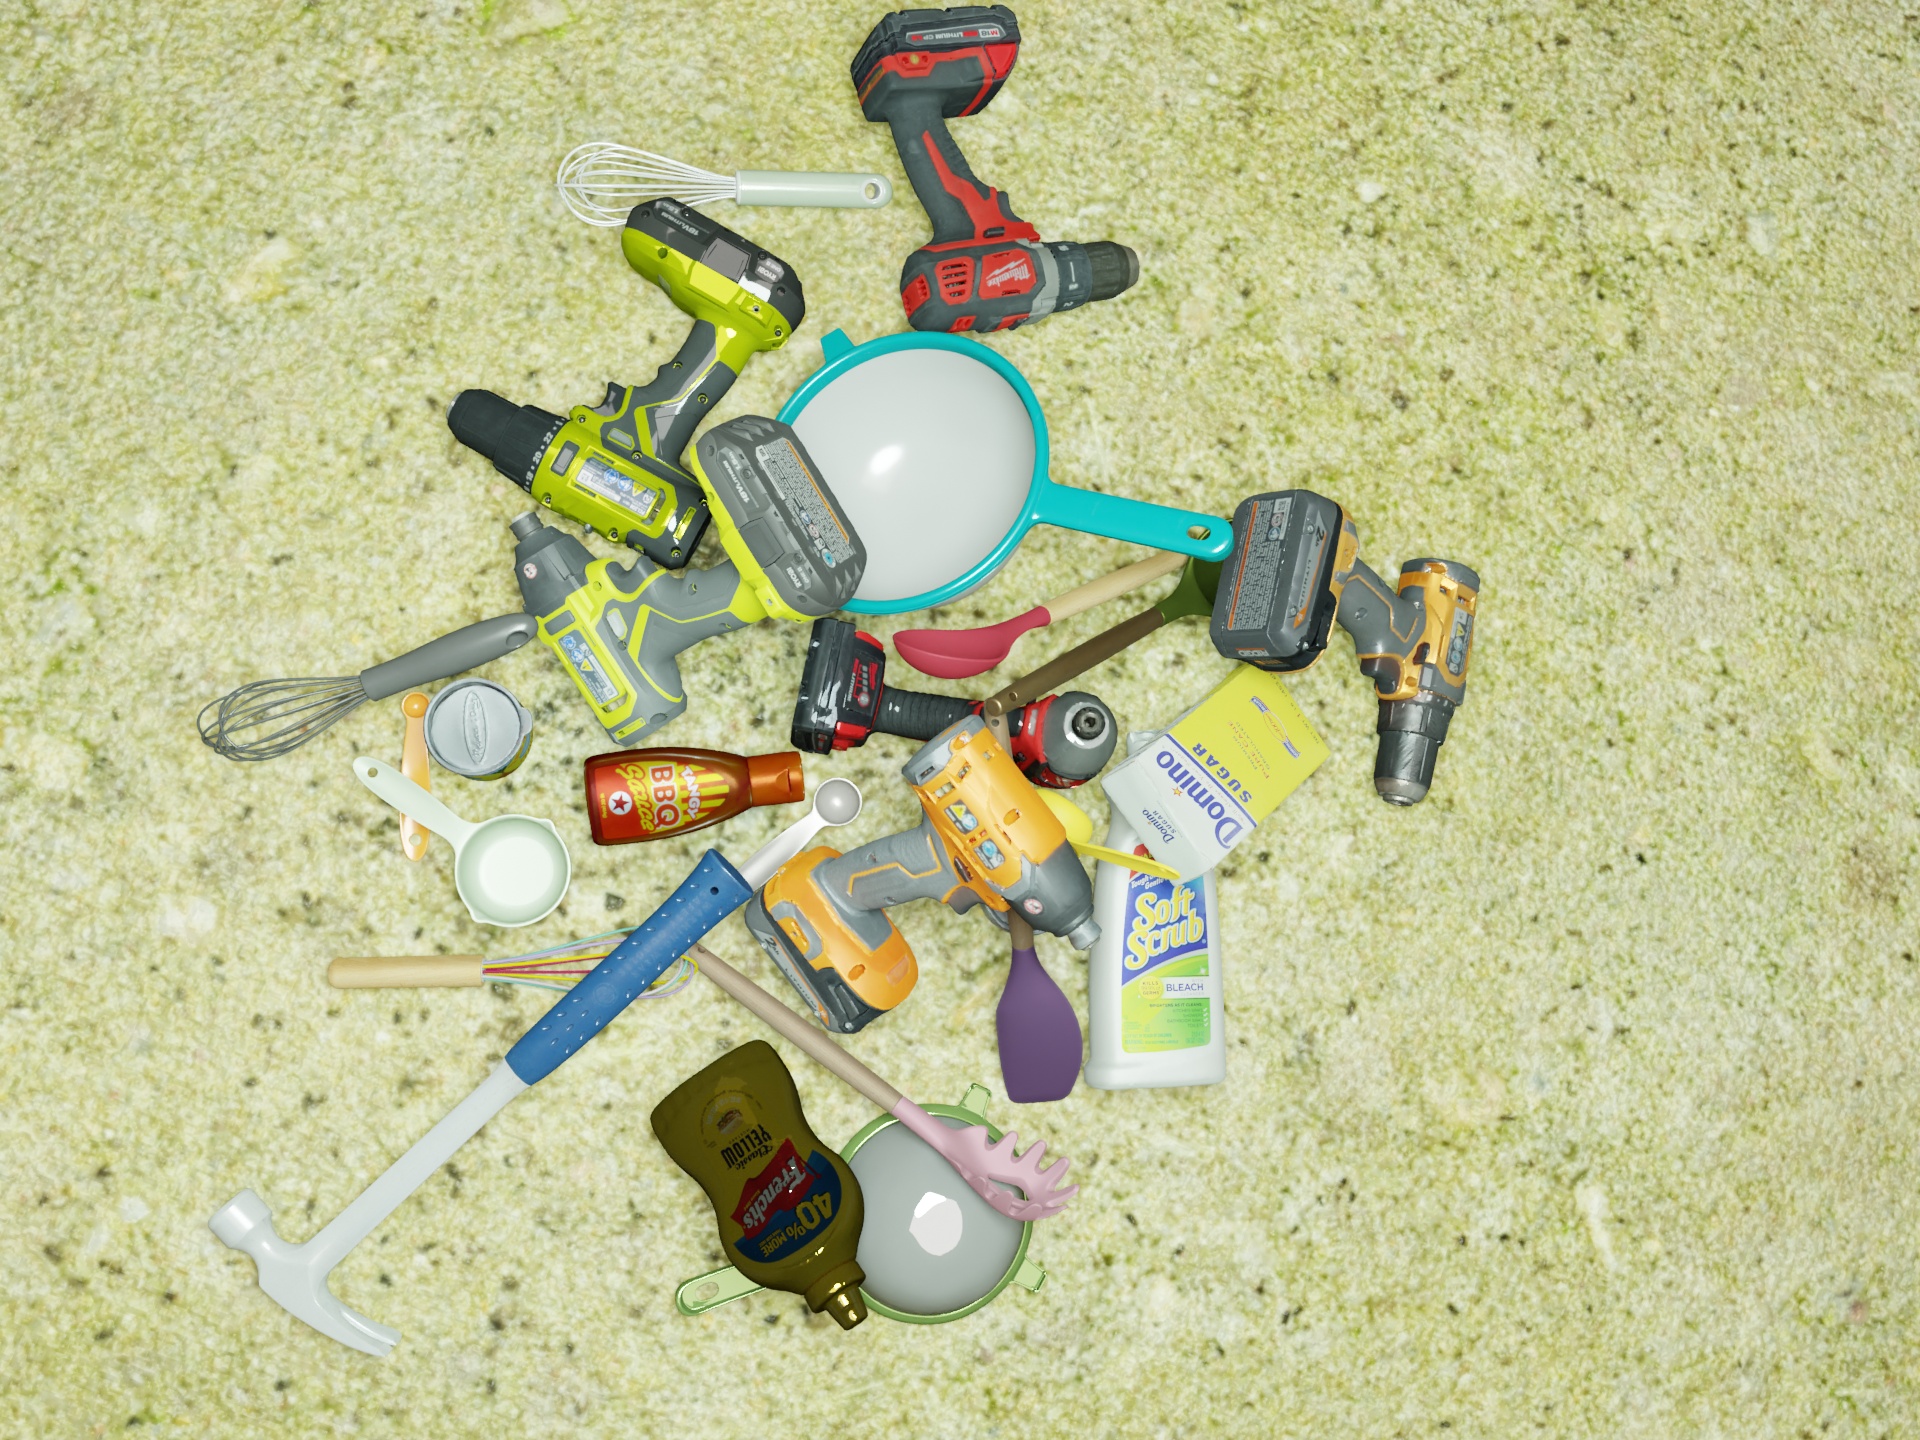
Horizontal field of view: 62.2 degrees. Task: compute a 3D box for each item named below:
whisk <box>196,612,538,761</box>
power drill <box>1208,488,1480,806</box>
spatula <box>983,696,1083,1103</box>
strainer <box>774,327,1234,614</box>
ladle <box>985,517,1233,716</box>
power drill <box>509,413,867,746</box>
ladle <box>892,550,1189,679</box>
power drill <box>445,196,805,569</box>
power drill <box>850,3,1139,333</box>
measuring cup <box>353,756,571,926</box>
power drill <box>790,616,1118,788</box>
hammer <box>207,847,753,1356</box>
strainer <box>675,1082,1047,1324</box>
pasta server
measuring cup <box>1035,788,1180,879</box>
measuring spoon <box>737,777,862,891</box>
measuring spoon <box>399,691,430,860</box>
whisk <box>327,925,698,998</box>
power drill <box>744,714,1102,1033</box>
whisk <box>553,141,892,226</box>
[{"bbox_3d":[-0.395,-0.026,1.062,0.239,0.055,0.055,-20,87,1],"label":"whisk"},{"bbox_3d":[0.282,-0.050,1.141,0.226,0.084,0.185,20,79,-36],"label":"power drill"},{"bbox_3d":[0.042,0.129,1.075,0.060,0.018,0.315,-6,114,4],"label":"spatula"},{"bbox_3d":[0.027,-0.143,1.095,0.340,0.095,0.211,15,77,20],"label":"strainer"},{"bbox_3d":[0.127,-0.068,1.091,0.320,0.062,0.078,-29,88,-44],"label":"ladle"},{"bbox_3d":[-0.189,-0.100,1.050,0.223,0.080,0.171,-27,99,27],"label":"power drill"},{"bbox_3d":[0.072,-0.080,1.095,0.315,0.069,0.031,-25,128,-43],"label":"ladle"},{"bbox_3d":[-0.230,-0.244,1.119,0.190,0.080,0.228,29,83,-6],"label":"power drill"},{"bbox_3d":[0.026,-0.400,1.171,0.188,0.080,0.227,-15,88,-24],"label":"power drill"},{"bbox_3d":[-0.340,0.077,1.085,0.167,0.038,0.083,35,80,-1],"label":"measuring cup"},{"bbox_3d":[-0.002,-0.003,1.094,0.219,0.143,0.078,12,80,-5],"label":"power drill"},{"bbox_3d":[-0.294,0.241,1.042,0.405,0.035,0.144,-43,92,-1],"label":"hammer"},{"bbox_3d":[-0.068,0.356,1.078,0.256,0.069,0.151,-16,86,-12],"label":"strainer"},{"bbox_3d":[-0.062,0.239,1.077,0.316,0.060,0.040,34,120,11],"label":"pasta server"},{"bbox_3d":[0.099,0.080,1.100,0.062,0.157,0.029,44,71,-37],"label":"measuring cup"},{"bbox_3d":[-0.121,0.087,1.131,0.124,0.018,0.034,-40,88,-4],"label":"measuring spoon"},{"bbox_3d":[-0.376,0.039,1.099,0.021,0.011,0.117,0,87,-8],"label":"measuring spoon"},{"bbox_3d":[-0.302,0.166,1.078,0.245,0.047,0.051,0,85,-6],"label":"whisk"},{"bbox_3d":[-0.021,0.117,1.042,0.226,0.084,0.164,-38,91,34],"label":"power drill"},{"bbox_3d":[-0.170,-0.389,1.161,0.246,0.059,0.057,-3,108,-14],"label":"whisk"}]
